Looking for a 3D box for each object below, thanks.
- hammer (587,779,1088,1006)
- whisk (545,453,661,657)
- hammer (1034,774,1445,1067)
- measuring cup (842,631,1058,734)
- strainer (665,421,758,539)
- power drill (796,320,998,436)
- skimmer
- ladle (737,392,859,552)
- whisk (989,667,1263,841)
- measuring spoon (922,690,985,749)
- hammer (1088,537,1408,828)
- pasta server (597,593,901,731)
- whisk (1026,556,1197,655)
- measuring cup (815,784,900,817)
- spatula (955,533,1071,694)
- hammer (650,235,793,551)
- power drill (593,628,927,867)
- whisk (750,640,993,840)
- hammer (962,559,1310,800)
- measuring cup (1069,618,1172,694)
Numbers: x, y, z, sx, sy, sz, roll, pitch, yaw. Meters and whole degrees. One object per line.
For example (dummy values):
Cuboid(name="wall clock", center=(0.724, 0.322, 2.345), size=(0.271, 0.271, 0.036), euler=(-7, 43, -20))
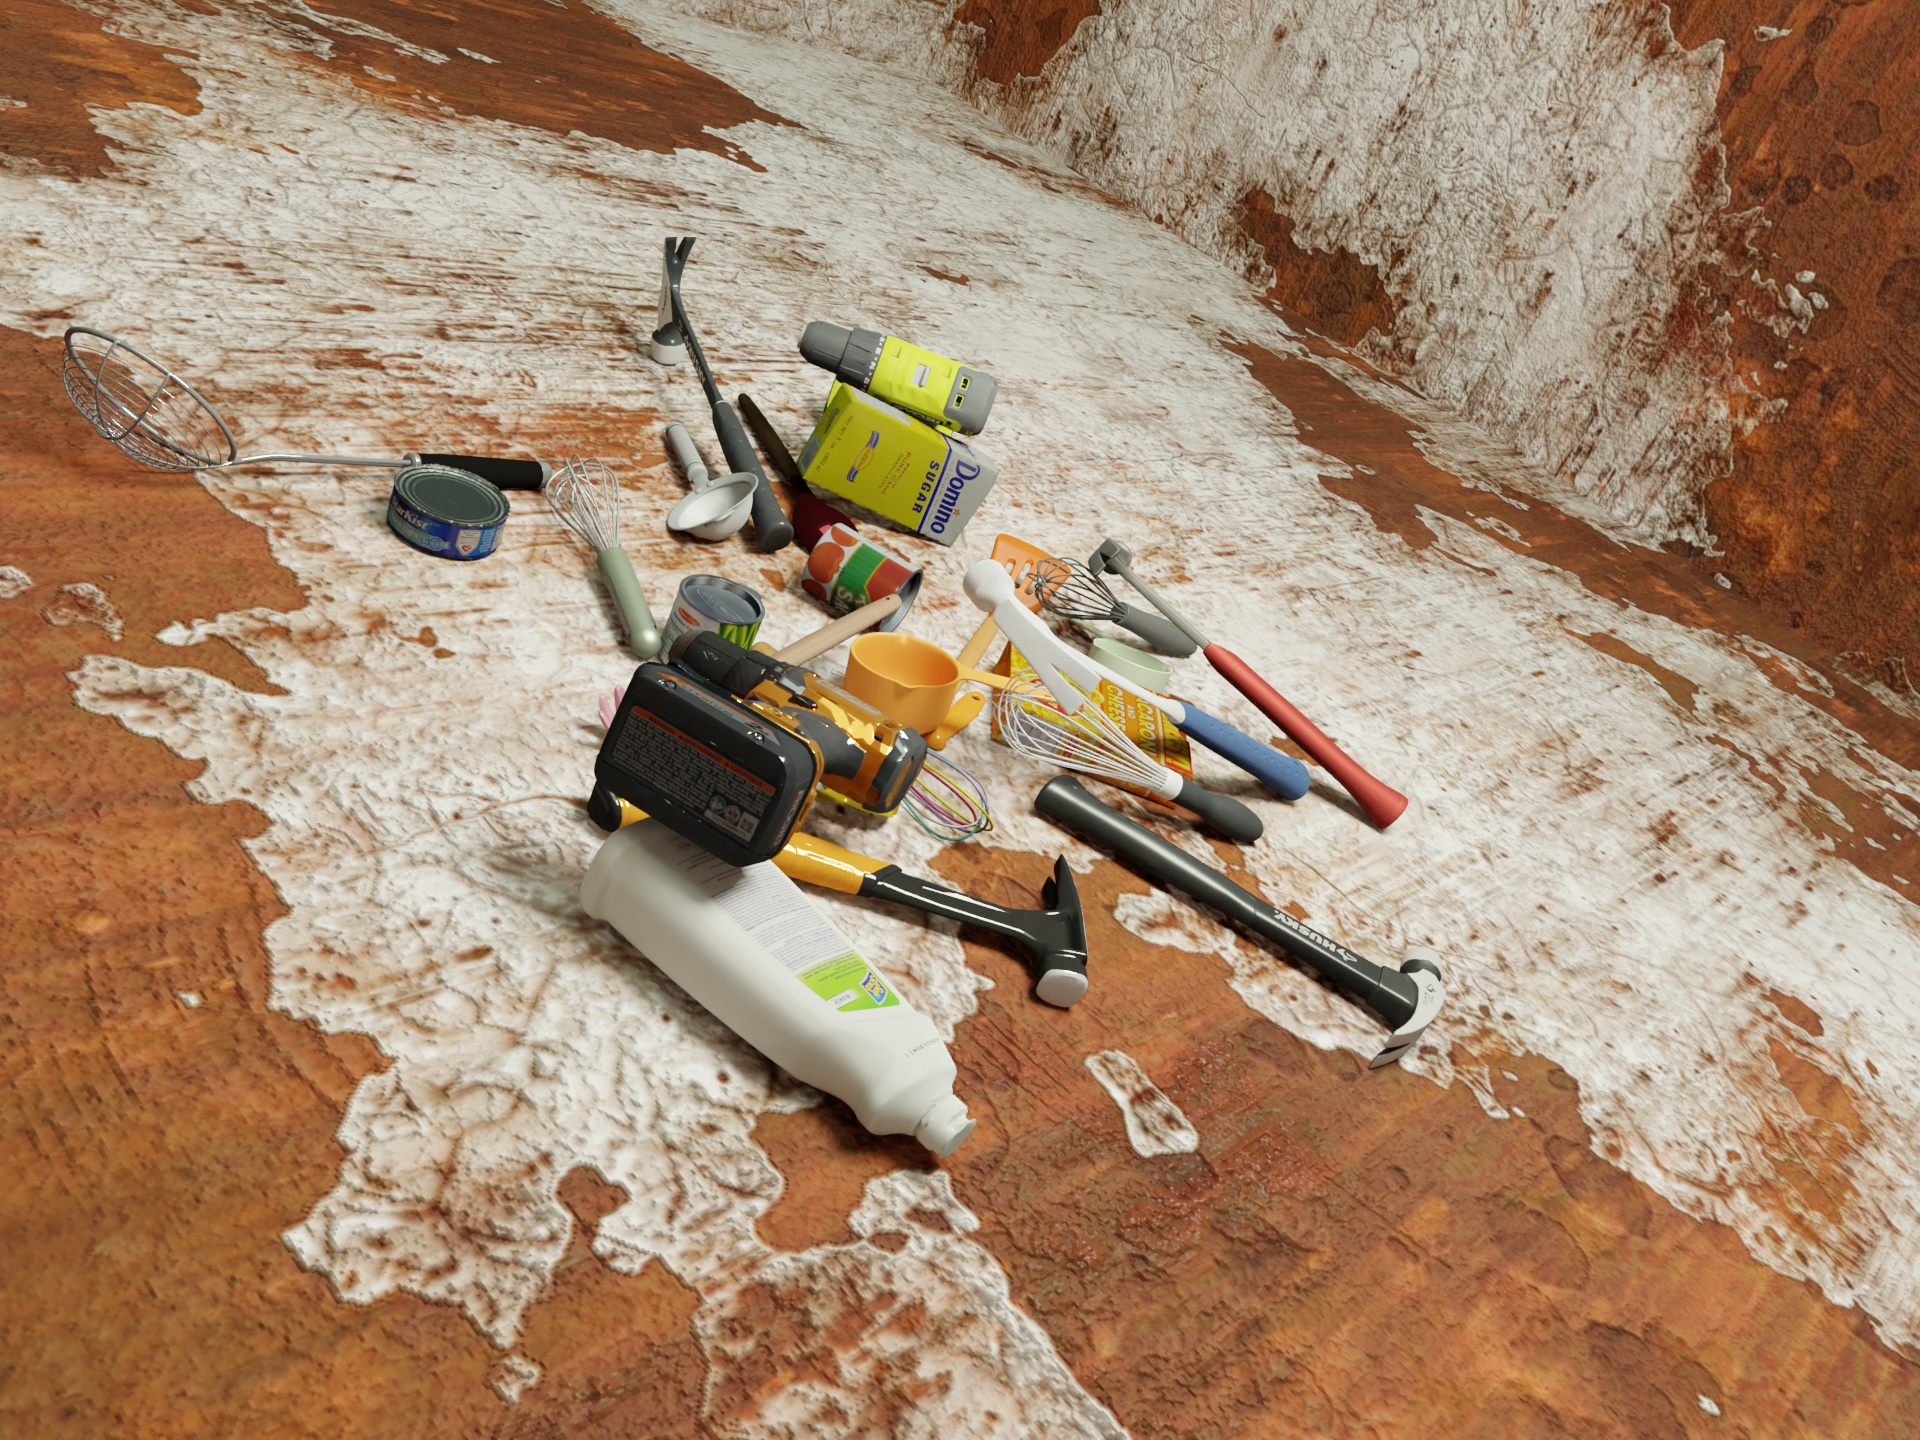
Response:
Cuboid(name="hammer", center=(-0.075, 0.092, 1.038), size=(0.336, 0.034, 0.127), euler=(19, 30, -13))
Cuboid(name="whisk", center=(-0.275, -0.130, 1.240), size=(0.059, 0.057, 0.247), euler=(-19, 48, -13))
Cuboid(name="hammer", center=(0.204, 0.138, 1.189), size=(0.335, 0.035, 0.146), euler=(31, 28, 8))
Cuboid(name="measuring cup", center=(-0.007, -0.017, 1.237), size=(0.173, 0.052, 0.095), euler=(13, 26, -10))
Cuboid(name="strainer", center=(-0.231, -0.215, 1.416), size=(0.087, 0.050, 0.259), euler=(-28, 38, -3))
Cuboid(name="power drill", center=(-0.073, -0.329, 1.582), size=(0.190, 0.080, 0.228), euler=(20, -2, -8))
Cuboid(name="skimmer", center=(-0.467, -0.224, 1.186), size=(0.127, 0.090, 0.363), euler=(4, 5, 43))
Cuboid(name="ladle", center=(-0.165, -0.242, 1.531), size=(0.069, 0.031, 0.316), euler=(9, 31, -33))
Cuboid(name="whisk", center=(0.138, 0.037, 1.243), size=(0.284, 0.070, 0.070), euler=(27, 25, -29))
Cuboid(name="measuring spoon", center=(-0.002, -0.004, 1.280), size=(0.021, 0.011, 0.117), euler=(30, 29, 8))
Cuboid(name="hammer", center=(0.255, -0.033, 1.411), size=(0.359, 0.036, 0.149), euler=(42, 11, -1))
Cuboid(name="pasta server", center=(-0.140, -0.044, 1.162), size=(0.060, 0.040, 0.316), euler=(24, 35, 27))
Cuboid(name="whisk", center=(0.148, -0.101, 1.498), size=(0.238, 0.055, 0.055), euler=(20, 25, -43))
Cuboid(name="measuring cup", center=(-0.092, 0.038, 1.075), size=(0.062, 0.029, 0.156), euler=(29, 10, 32))
Cuboid(name="spatula", center=(0.025, -0.084, 1.406), size=(0.081, 0.041, 0.323), euler=(28, 29, 2))
Cuboid(name="hammer", center=(-0.226, -0.300, 1.491), size=(0.036, 0.149, 0.409), euler=(-8, 48, -22))
Cuboid(name="power drill", center=(-0.135, 0.003, 0.974), size=(0.185, 0.084, 0.226), euler=(30, 14, 12))
Cuboid(name="whisk", center=(-0.069, 0.013, 1.177), size=(0.245, 0.051, 0.047), euler=(36, 9, 25))
Cuboid(name="hammer", center=(0.166, -0.006, 1.259), size=(0.405, 0.035, 0.144), euler=(26, 21, -44))
Cuboid(name="measuring cup", center=(0.132, -0.057, 1.466), size=(0.083, 0.038, 0.168), euler=(14, 14, -26))
